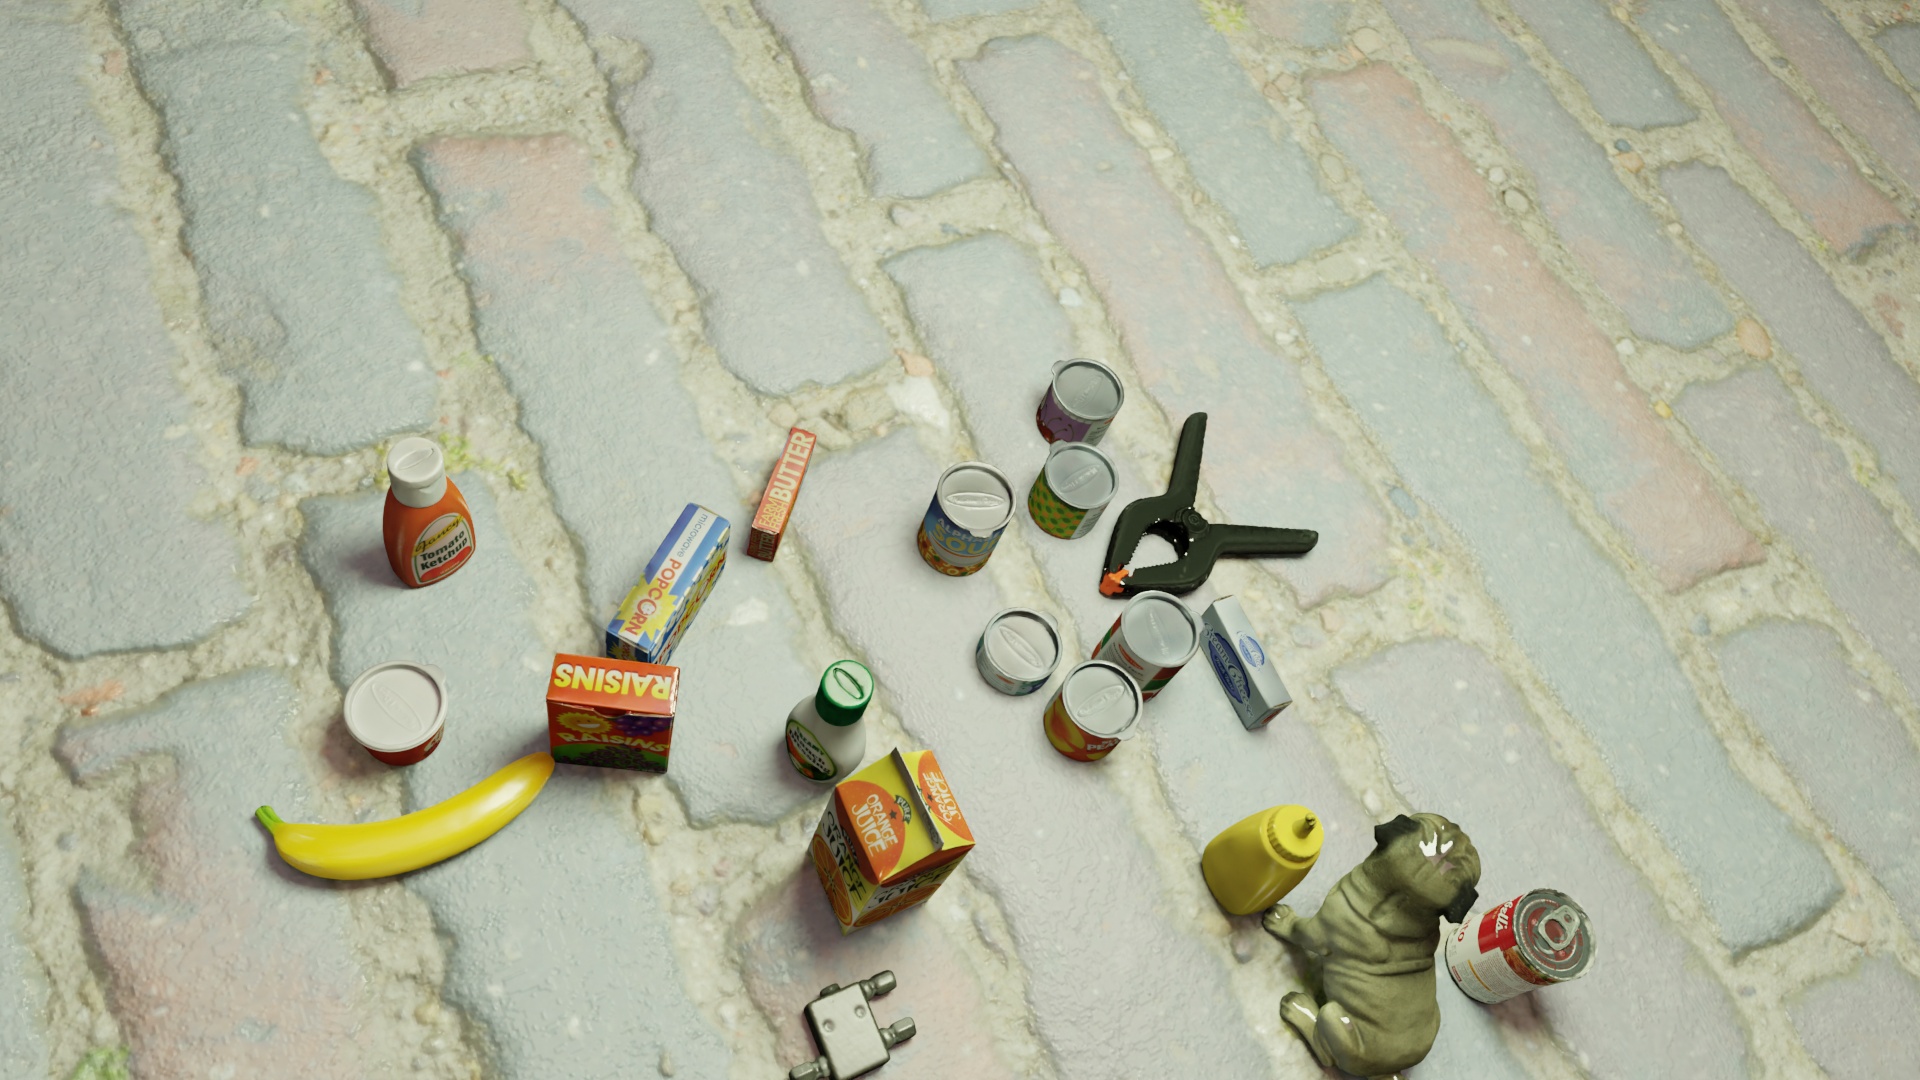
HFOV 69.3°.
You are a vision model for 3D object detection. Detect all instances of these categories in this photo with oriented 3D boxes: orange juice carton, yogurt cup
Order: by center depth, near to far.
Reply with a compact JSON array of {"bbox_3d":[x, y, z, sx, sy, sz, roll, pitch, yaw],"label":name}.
[{"bbox_3d":[-0.047,0.203,0.949,0.073,0.191,0.072,-18,68,-23],"label":"orange juice carton"},{"bbox_3d":[-0.396,0.125,0.981,0.072,0.053,0.073,6,60,-11],"label":"yogurt cup"}]

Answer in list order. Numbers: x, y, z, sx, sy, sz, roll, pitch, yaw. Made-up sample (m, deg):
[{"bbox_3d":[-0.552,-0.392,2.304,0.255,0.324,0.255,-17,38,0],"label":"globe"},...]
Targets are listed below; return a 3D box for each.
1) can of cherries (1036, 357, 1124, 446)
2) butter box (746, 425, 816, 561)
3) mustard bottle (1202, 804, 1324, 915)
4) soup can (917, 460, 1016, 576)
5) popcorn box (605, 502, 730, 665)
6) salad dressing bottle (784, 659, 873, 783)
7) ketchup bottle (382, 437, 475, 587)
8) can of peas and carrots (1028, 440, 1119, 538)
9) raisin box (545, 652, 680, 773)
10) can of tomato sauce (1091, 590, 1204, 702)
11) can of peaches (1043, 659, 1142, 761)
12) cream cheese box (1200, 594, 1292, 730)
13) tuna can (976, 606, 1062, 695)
[{"bbox_3d":[0.105,-0.123,1.251,0.071,0.058,0.072,6,60,-11],"label":"can of cherries"},{"bbox_3d":[-0.146,-0.038,1.139,0.024,0.053,0.104,19,58,-4],"label":"butter box"},{"bbox_3d":[0.231,0.230,1.027,0.049,0.159,0.065,-18,68,-23],"label":"mustard bottle"},{"bbox_3d":[0.004,-0.014,1.148,0.071,0.083,0.071,6,60,-11],"label":"soup can"},{"bbox_3d":[-0.222,0.044,1.054,0.038,0.084,0.127,27,58,1],"label":"popcorn box"},{"bbox_3d":[-0.093,0.130,1.004,0.044,0.147,0.064,-38,77,-29],"label":"salad dressing bottle"},{"bbox_3d":[-0.390,-0.022,1.009,0.065,0.148,0.043,-38,76,-29],"label":"ketchup bottle"},{"bbox_3d":[0.095,-0.044,1.204,0.071,0.058,0.071,6,60,-11],"label":"can of peas and carrots"},{"bbox_3d":[-0.245,0.124,0.981,0.086,0.122,0.040,9,60,-10],"label":"raisin box"},{"bbox_3d":[0.151,0.088,1.130,0.071,0.082,0.071,6,60,-11],"label":"can of tomato sauce"},{"bbox_3d":[0.106,0.138,1.105,0.071,0.057,0.071,6,60,-11],"label":"can of peaches"},{"bbox_3d":[0.234,0.102,1.162,0.024,0.053,0.104,-16,67,-22],"label":"cream cheese box"},{"bbox_3d":[0.049,0.089,1.132,0.071,0.032,0.071,6,60,-11],"label":"tuna can"}]
